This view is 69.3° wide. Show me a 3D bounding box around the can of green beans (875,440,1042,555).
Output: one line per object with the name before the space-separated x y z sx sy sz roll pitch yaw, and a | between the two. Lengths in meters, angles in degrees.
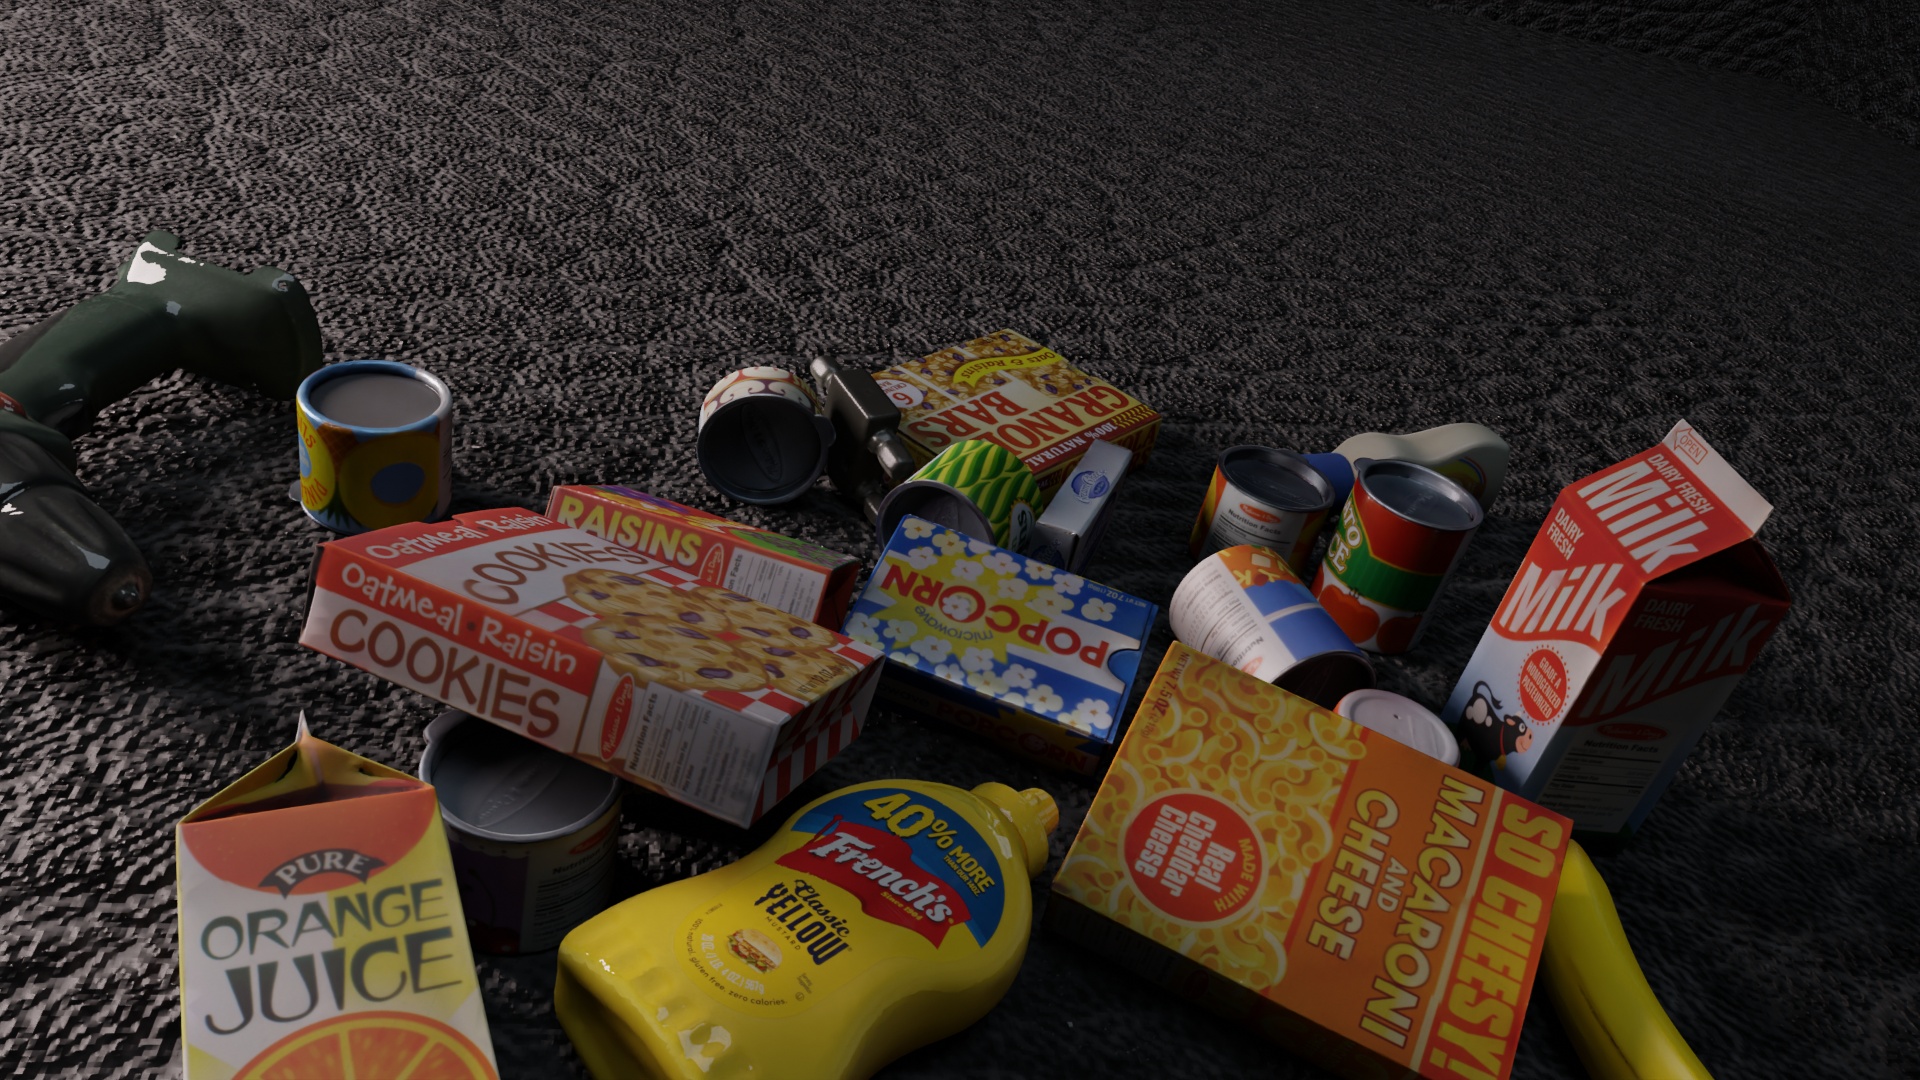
can of green beans | 0.001 -0.010 0.692 0.071 0.071 0.058 26 34 16

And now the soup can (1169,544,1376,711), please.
soup can | 0.148 0.052 0.658 0.071 0.071 0.084 0 35 -22

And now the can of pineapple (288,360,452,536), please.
can of pineapple | -0.271 -0.043 0.640 0.071 0.057 0.071 10 33 -7

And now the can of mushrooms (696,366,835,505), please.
can of mushrooms | -0.100 -0.054 0.716 0.071 0.070 0.033 6 32 -13

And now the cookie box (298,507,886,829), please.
cookie box | -0.124 0.037 0.499 0.167 0.040 0.123 20 10 10

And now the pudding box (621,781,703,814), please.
pudding box | -0.117 0.070 0.558 0.050 0.030 0.084 2 35 -18

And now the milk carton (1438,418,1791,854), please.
milk carton | 0.287 0.045 0.609 0.073 0.189 0.073 7 34 -13

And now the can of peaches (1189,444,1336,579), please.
can of peaches | 0.167 -0.012 0.769 0.071 0.057 0.071 10 32 -6

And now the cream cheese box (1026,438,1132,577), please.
cream cheese box | 0.060 -0.008 0.723 0.024 0.053 0.104 21 33 12

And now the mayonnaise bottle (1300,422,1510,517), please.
mayonnaise bottle | 0.258 -0.037 0.841 0.148 0.064 0.041 -5 35 -21

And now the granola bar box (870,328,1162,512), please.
granola bar box | 0.021 -0.066 0.808 0.124 0.038 0.166 34 38 26

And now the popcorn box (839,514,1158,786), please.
popcorn box | 0.015 0.047 0.622 0.127 0.038 0.085 20 46 8

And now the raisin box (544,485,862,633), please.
raisin box | -0.112 0.010 0.611 0.123 0.040 0.086 17 4 3

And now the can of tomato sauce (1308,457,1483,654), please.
can of tomato sauce | 0.227 0.008 0.739 0.071 0.082 0.071 10 33 -7

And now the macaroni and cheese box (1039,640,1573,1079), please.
macaroni and cheese box | 0.132 0.126 0.530 0.166 0.040 0.124 24 56 13

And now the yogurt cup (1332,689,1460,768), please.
yogurt cup | 0.181 0.102 0.607 0.072 0.053 0.073 11 33 -7

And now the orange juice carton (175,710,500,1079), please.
orange juice carton | -0.178 0.138 0.394 0.073 0.071 0.193 -4 38 -28

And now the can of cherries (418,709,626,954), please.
can of cherries | -0.153 0.097 0.478 0.071 0.058 0.072 10 34 -7
